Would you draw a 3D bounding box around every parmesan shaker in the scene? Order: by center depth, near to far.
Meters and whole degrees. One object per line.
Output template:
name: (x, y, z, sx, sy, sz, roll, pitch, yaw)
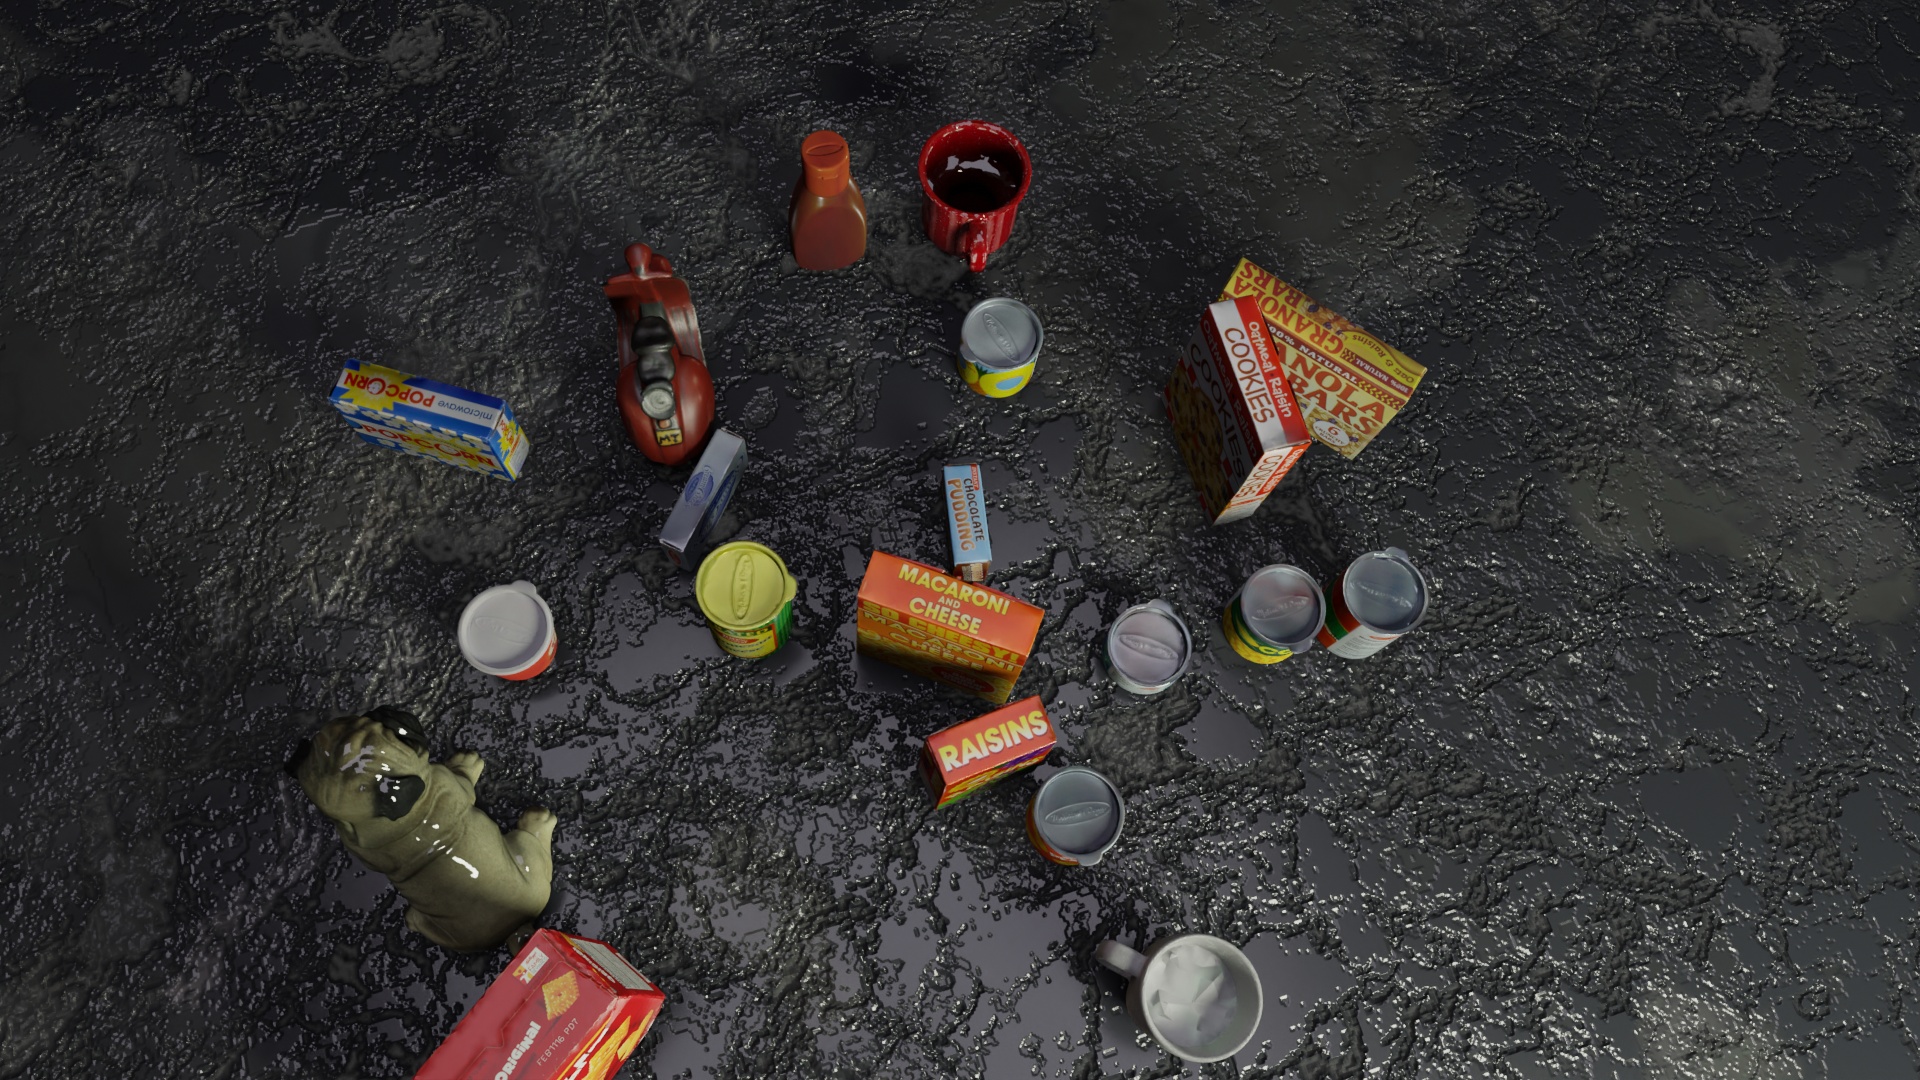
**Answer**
parmesan shaker: (-0.155, 0.047, 1.030, 0.071, 0.102, 0.071, 1, 72, -4)

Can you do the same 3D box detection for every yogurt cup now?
yogurt cup: (-0.333, 0.072, 1.033, 0.072, 0.053, 0.072, 1, 71, -4)

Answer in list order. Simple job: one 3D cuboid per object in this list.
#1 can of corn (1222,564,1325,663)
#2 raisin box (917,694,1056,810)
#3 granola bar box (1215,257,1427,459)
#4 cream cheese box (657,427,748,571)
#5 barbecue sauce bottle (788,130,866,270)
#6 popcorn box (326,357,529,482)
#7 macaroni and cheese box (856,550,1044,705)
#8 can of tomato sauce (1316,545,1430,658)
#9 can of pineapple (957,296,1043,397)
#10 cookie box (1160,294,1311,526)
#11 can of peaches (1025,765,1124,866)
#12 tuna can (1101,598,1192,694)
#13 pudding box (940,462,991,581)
can of corn: (0.244, 0.061, 1.081, 0.071, 0.058, 0.071, 1, 72, -4)
raisin box: (0.017, 0.153, 0.997, 0.086, 0.123, 0.040, -20, 74, -10)
granola bar box: (0.273, -0.142, 1.117, 0.165, 0.123, 0.039, 33, 73, 7)
cream cheese box: (-0.199, -0.031, 1.079, 0.024, 0.053, 0.104, 24, 71, 3)
barbecue sauce bottle: (-0.108, -0.272, 1.117, 0.065, 0.148, 0.044, -12, 73, -8)
popcorn box: (-0.404, -0.091, 1.066, 0.127, 0.085, 0.038, 15, 71, 1)
macaroni and cheese box: (-0.012, 0.065, 1.002, 0.124, 0.166, 0.040, 19, 72, 2)
can of tomato sauce: (0.316, 0.049, 1.077, 0.071, 0.083, 0.071, 1, 72, -4)
can of pineapple: (0.030, -0.157, 1.137, 0.071, 0.057, 0.071, 1, 72, -4)
cookie box: (0.210, -0.096, 1.073, 0.040, 0.167, 0.123, -15, 73, -9)
can of peaches: (0.083, 0.205, 1.019, 0.071, 0.058, 0.071, 1, 72, -4)
tuna can: (0.145, 0.082, 1.079, 0.071, 0.032, 0.071, 1, 71, -4)
pudding box: (0.004, -0.014, 1.091, 0.030, 0.049, 0.084, -5, 72, -6)
